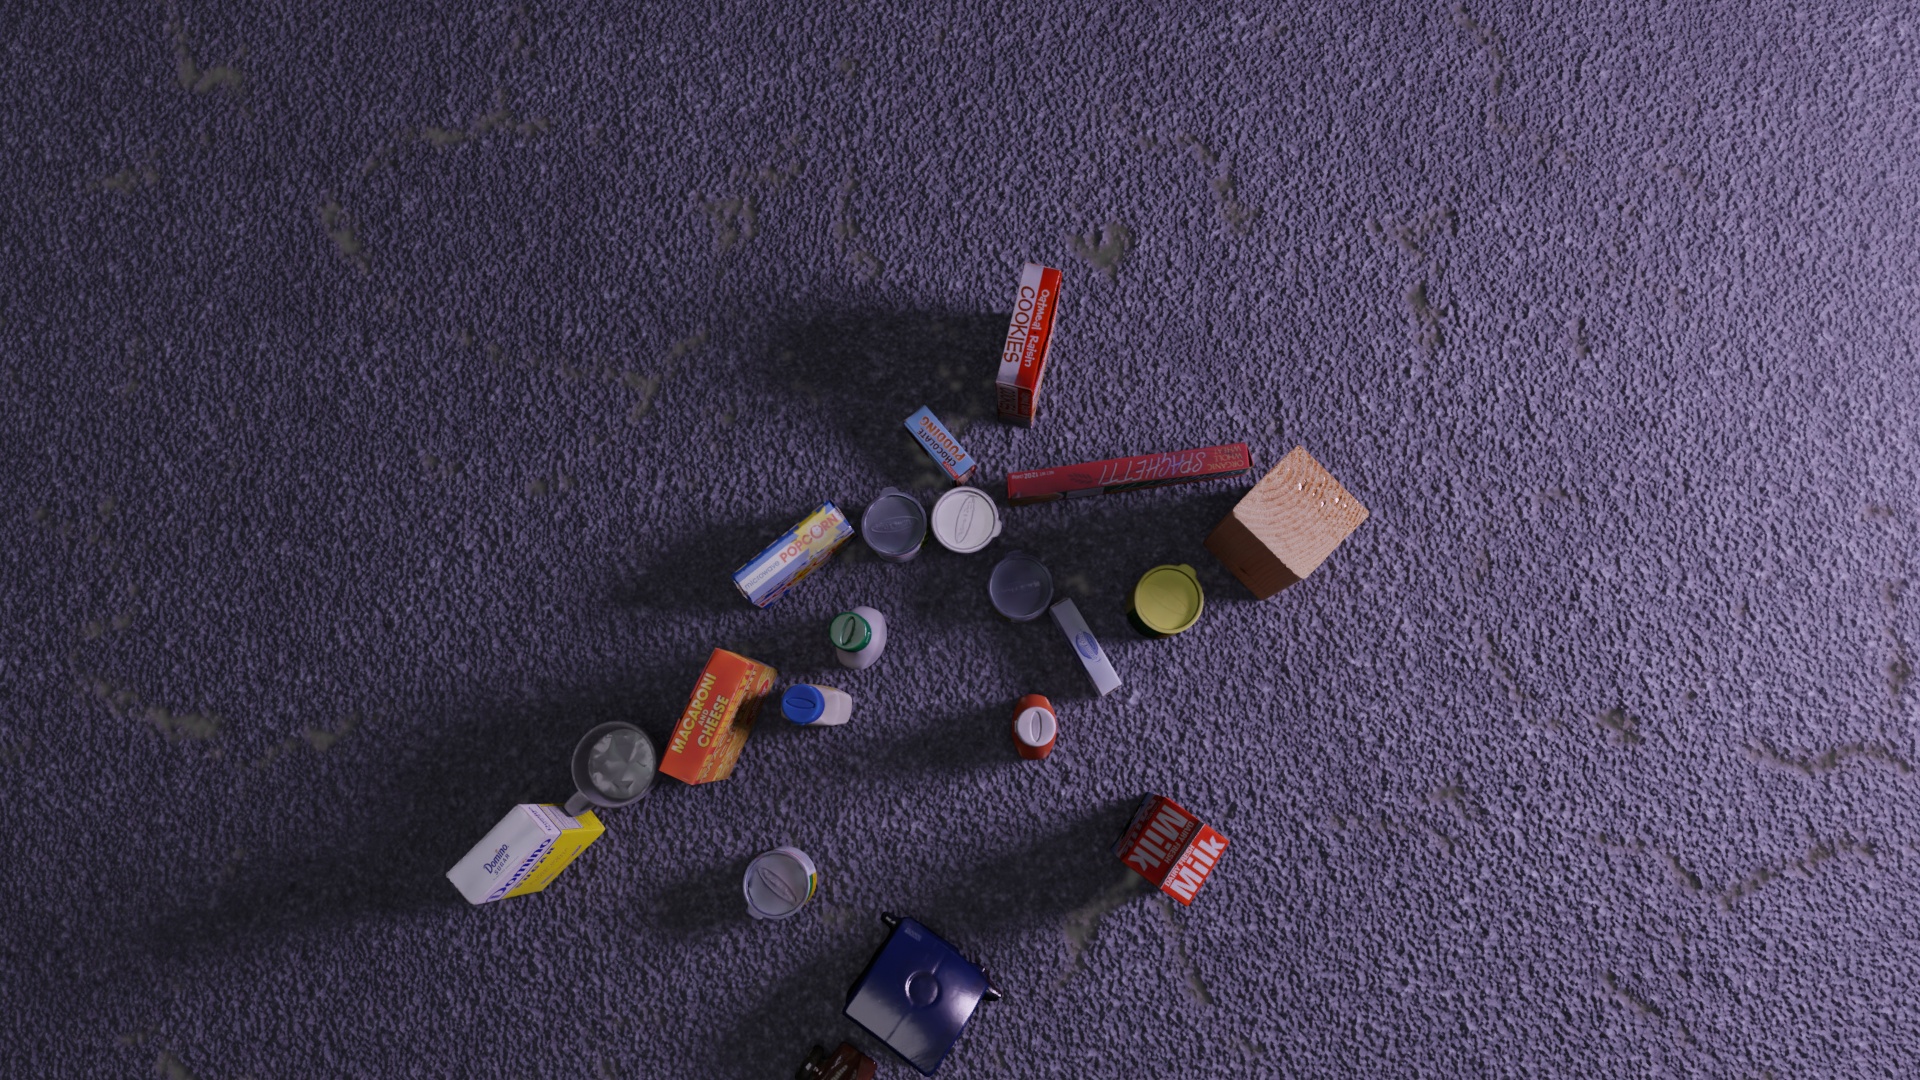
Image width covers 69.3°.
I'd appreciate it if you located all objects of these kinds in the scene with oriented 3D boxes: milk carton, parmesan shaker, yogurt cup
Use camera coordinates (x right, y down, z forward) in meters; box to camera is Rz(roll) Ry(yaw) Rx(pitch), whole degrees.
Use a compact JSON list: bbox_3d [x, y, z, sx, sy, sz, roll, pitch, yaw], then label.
[{"bbox_3d":[0.196,0.287,1.300,0.073,0.190,0.072,34,85,6],"label":"milk carton"},{"bbox_3d":[0.203,0.061,1.377,0.071,0.103,0.071,0,82,2],"label":"parmesan shaker"},{"bbox_3d":[0.005,-0.018,1.420,0.072,0.054,0.072,0,82,2],"label":"yogurt cup"}]

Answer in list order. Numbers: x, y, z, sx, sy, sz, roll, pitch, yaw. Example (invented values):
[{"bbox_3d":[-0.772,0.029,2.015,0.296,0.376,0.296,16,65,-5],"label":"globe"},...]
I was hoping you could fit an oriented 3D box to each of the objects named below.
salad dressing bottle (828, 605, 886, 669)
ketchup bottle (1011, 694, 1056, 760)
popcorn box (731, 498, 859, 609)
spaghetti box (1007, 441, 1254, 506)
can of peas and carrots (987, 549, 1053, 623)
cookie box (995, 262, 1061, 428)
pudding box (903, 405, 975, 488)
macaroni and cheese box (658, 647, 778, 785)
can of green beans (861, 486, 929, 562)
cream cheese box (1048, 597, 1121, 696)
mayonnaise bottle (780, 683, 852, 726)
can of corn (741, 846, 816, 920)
[{"bbox_3d":[-0.101,0.093,1.360,0.044,0.147,0.064,18,83,4],"label":"salad dressing bottle"},{"bbox_3d":[0.071,0.180,1.341,0.043,0.148,0.065,0,82,2],"label":"ketchup bottle"},{"bbox_3d":[-0.166,0.016,1.405,0.127,0.085,0.038,-38,83,-4],"label":"popcorn box"},{"bbox_3d":[0.172,-0.067,1.424,0.250,0.050,0.029,-8,82,1],"label":"spaghetti box"},{"bbox_3d":[0.060,0.047,1.406,0.071,0.058,0.071,0,82,2],"label":"can of peas and carrots"},{"bbox_3d":[0.068,-0.190,1.386,0.040,0.167,0.123,13,83,4],"label":"cookie box"},{"bbox_3d":[-0.021,-0.096,1.435,0.030,0.049,0.084,-40,82,-4],"label":"pudding box"},{"bbox_3d":[-0.232,0.170,1.343,0.040,0.166,0.124,24,84,5],"label":"macaroni and cheese box"},{"bbox_3d":[-0.066,-0.013,1.420,0.071,0.057,0.071,0,82,2],"label":"can of green beans"},{"bbox_3d":[0.125,0.108,1.398,0.024,0.053,0.104,-30,82,-2],"label":"cream cheese box"},{"bbox_3d":[-0.144,0.160,1.351,0.065,0.148,0.041,9,83,3],"label":"mayonnaise bottle"},{"bbox_3d":[-0.180,0.339,1.371,0.071,0.058,0.071,0,82,2],"label":"can of corn"}]
